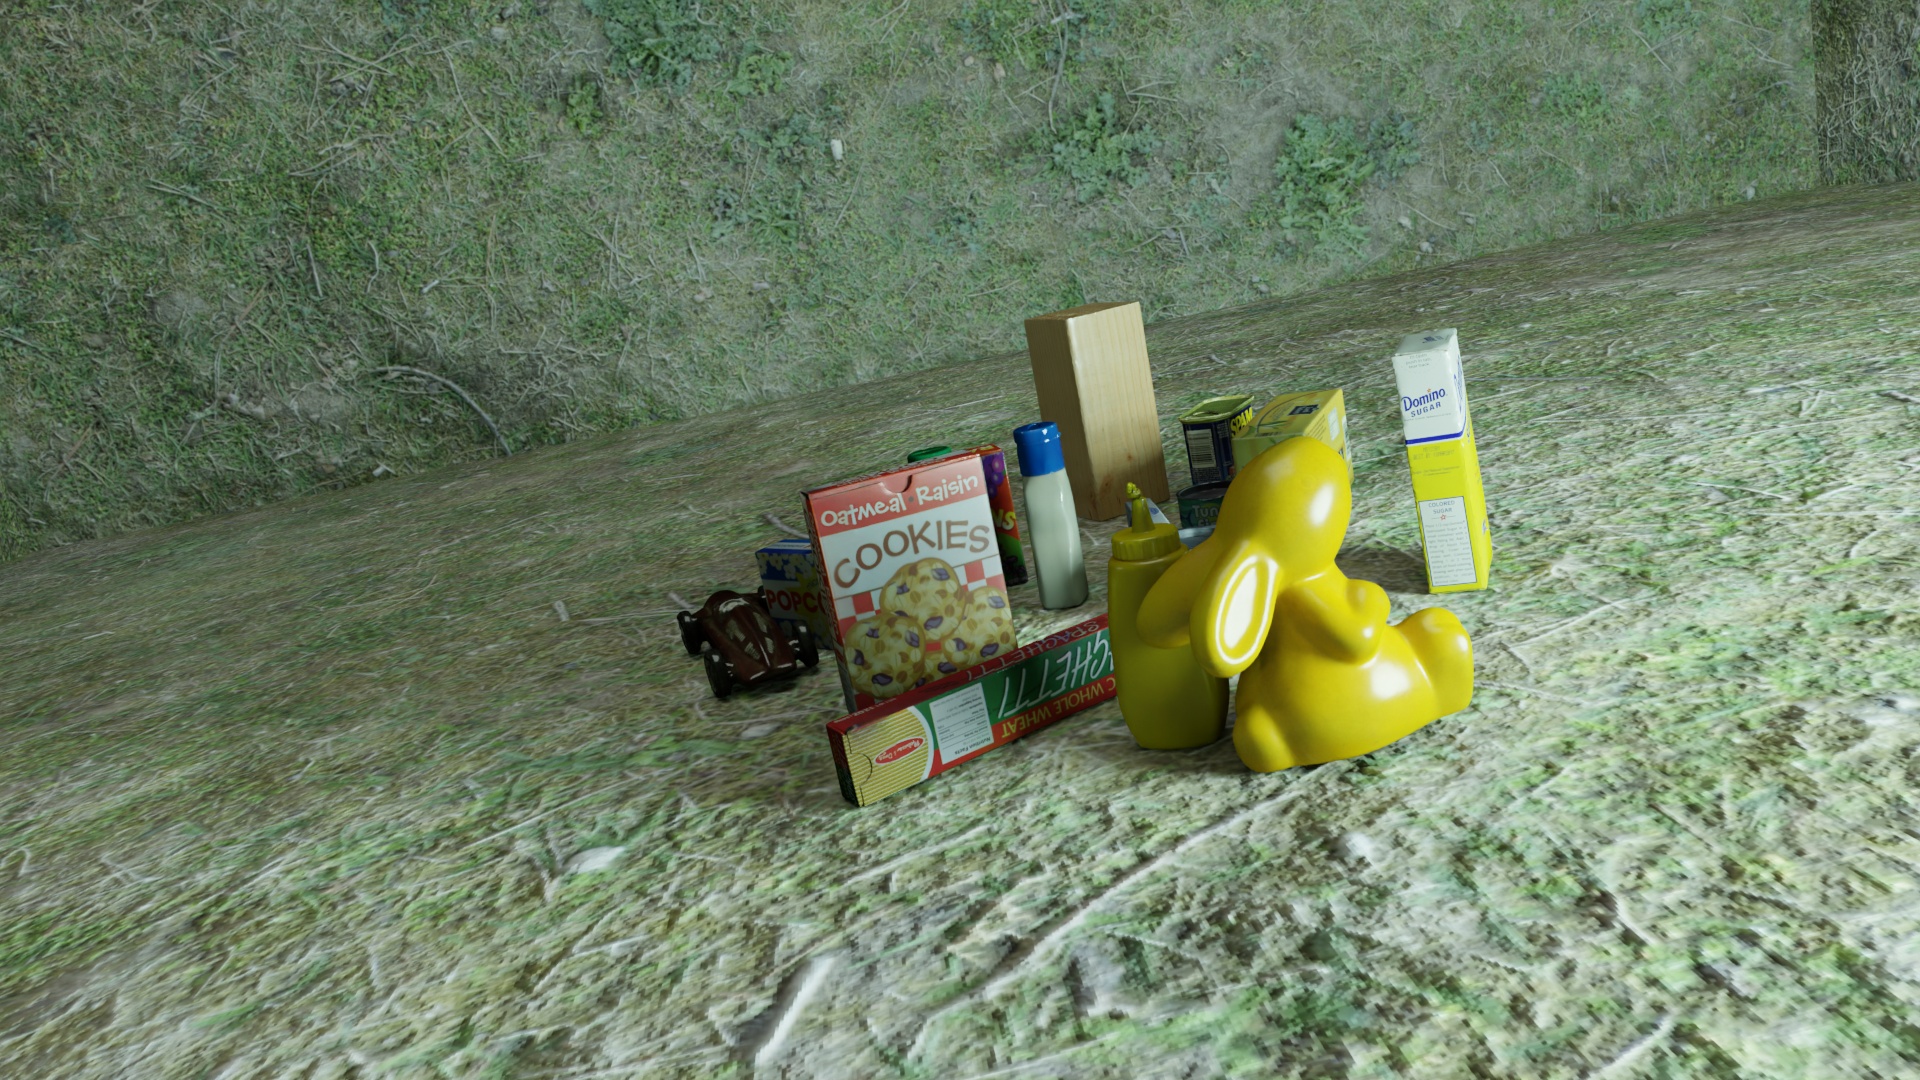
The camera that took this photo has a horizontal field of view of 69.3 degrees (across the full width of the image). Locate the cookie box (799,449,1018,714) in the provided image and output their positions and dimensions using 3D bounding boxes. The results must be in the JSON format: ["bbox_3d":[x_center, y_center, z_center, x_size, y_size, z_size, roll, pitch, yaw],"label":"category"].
[{"bbox_3d":[-0.032,0.032,0.958,0.123,0.167,0.040,-15,13,-17],"label":"cookie box"}]

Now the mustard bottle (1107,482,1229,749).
[{"bbox_3d":[0.117,0.042,0.813,0.065,0.159,0.049,-6,14,21],"label":"mustard bottle"}]

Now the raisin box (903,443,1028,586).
[{"bbox_3d":[0.004,-0.015,1.219,0.086,0.123,0.040,-13,13,-8],"label":"raisin box"}]

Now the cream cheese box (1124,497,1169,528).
[{"bbox_3d":[0.161,0.001,1.174,0.024,0.053,0.104,-11,13,1],"label":"cream cheese box"}]

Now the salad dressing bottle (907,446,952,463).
[{"bbox_3d":[-0.011,-0.001,1.121,0.064,0.147,0.044,-13,13,-8],"label":"salad dressing bottle"}]

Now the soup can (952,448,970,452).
[{"bbox_3d":[-0.004,-0.046,1.436,0.071,0.083,0.071,-11,13,3],"label":"soup can"}]

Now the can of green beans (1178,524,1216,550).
[{"bbox_3d":[0.176,0.025,1.051,0.071,0.057,0.071,-11,13,3],"label":"can of green beans"}]

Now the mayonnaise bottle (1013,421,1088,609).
[{"bbox_3d":[0.073,-0.022,1.136,0.041,0.147,0.065,-9,13,11],"label":"mayonnaise bottle"}]

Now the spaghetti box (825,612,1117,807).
[{"bbox_3d":[0.033,0.099,0.882,0.251,0.050,0.028,-19,15,-29],"label":"spaghetti box"}]

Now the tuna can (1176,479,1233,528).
[{"bbox_3d":[0.236,-0.032,1.294,0.071,0.032,0.071,-11,13,3],"label":"tuna can"}]

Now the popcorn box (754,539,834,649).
[{"bbox_3d":[-0.109,0.044,1.147,0.126,0.085,0.038,1,18,43],"label":"popcorn box"}]
